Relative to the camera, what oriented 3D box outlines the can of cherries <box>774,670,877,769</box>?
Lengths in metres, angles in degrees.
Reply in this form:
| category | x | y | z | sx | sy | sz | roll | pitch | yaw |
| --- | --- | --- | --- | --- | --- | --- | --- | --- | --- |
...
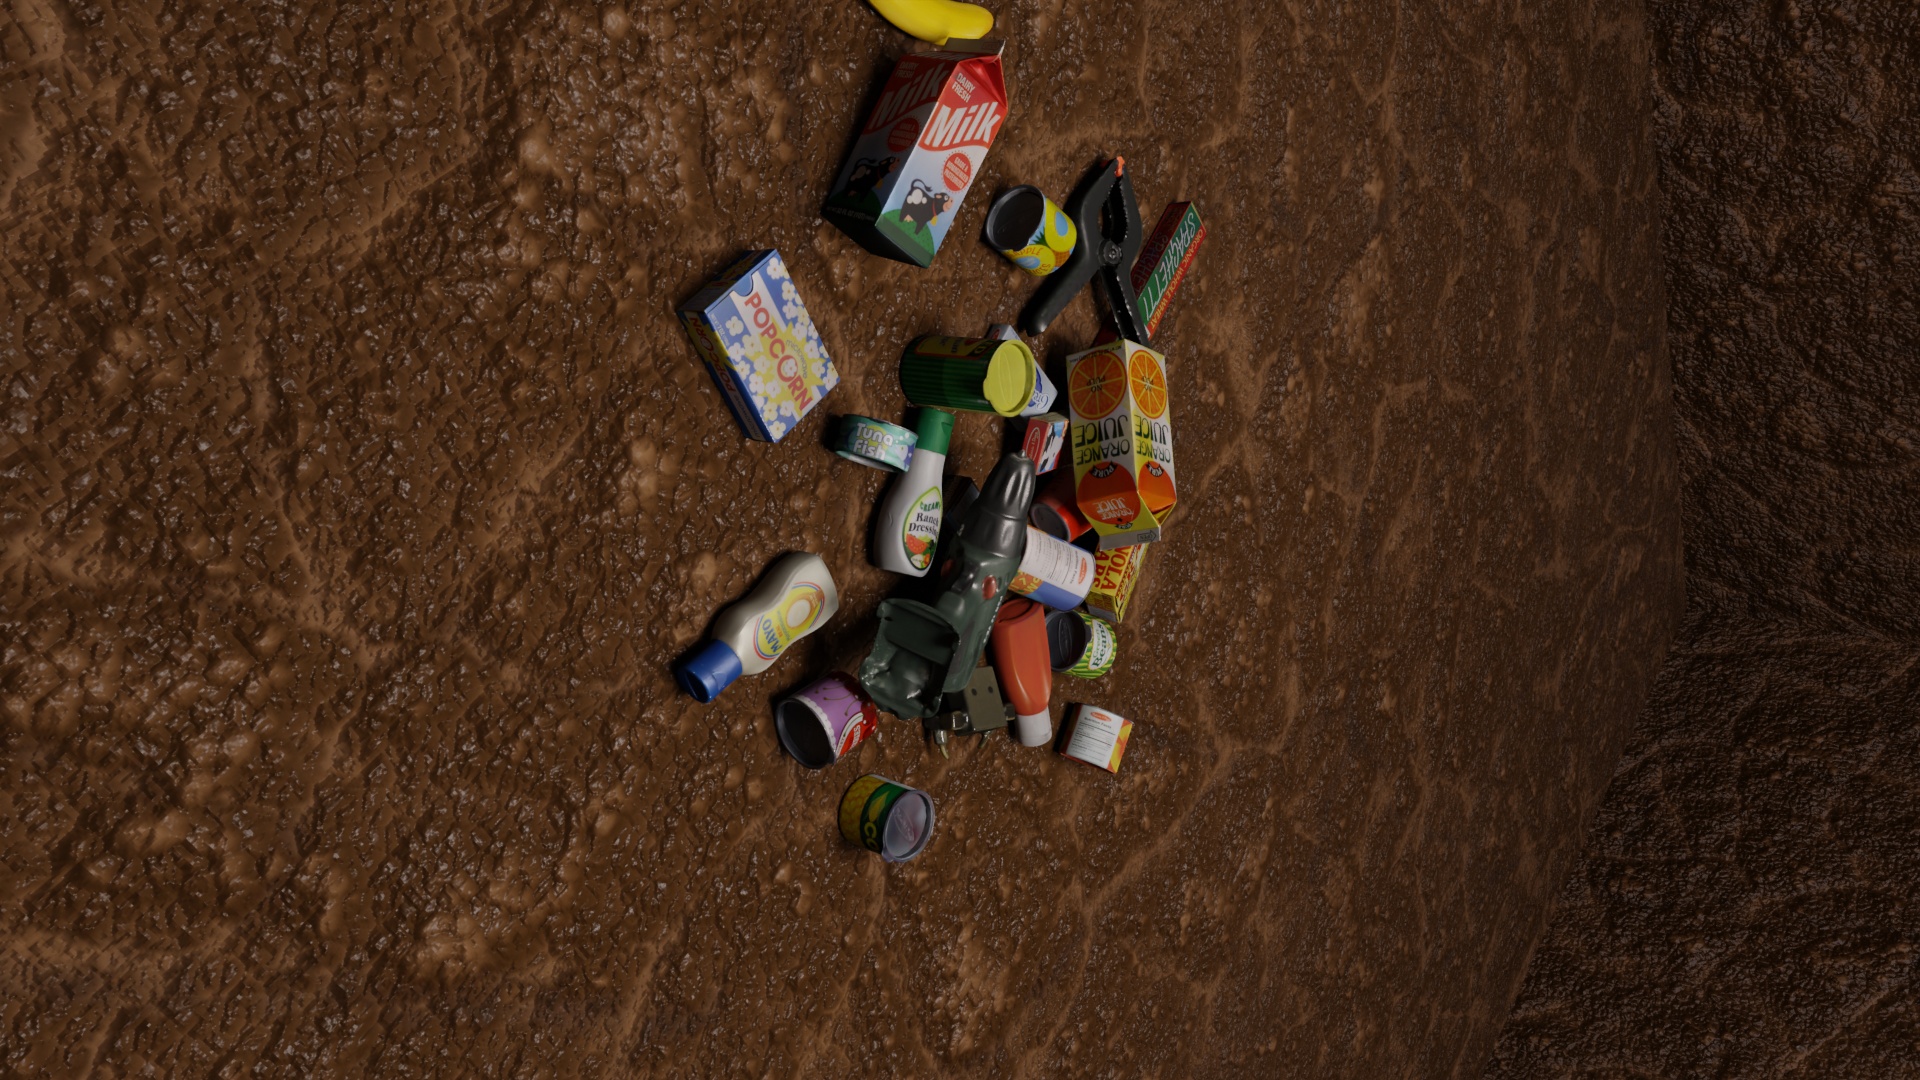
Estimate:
| category | x | y | z | sx | sy | sz | roll | pitch | yaw |
| --- | --- | --- | --- | --- | --- | --- | --- | --- | --- |
| can of cherries | -0.111 | 0.152 | 1.167 | 0.059 | 0.071 | 0.071 | -28 | 119 | -44 |

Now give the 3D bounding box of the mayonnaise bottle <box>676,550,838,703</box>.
| category | x | y | z | sx | sy | sz | roll | pitch | yaw |
| --- | --- | --- | --- | --- | --- | --- | --- | --- | --- |
| mayonnaise bottle | -0.162 | 0.072 | 1.113 | 0.149 | 0.041 | 0.064 | -43 | 130 | -36 |

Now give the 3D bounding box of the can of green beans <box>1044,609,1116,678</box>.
| category | x | y | z | sx | sy | sz | roll | pitch | yaw |
| --- | --- | --- | --- | --- | --- | --- | --- | --- | --- |
| can of green beans | 0.119 | 0.107 | 1.428 | 0.058 | 0.071 | 0.071 | 19 | 83 | -50 |

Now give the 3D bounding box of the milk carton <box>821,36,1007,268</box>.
| category | x | y | z | sx | sy | sz | roll | pitch | yaw |
| --- | --- | --- | --- | --- | --- | --- | --- | --- | --- |
| milk carton | -0.028 | -0.328 | 1.137 | 0.073 | 0.072 | 0.190 | 30 | 84 | -48 |

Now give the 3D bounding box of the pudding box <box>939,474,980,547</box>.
| category | x | y | z | sx | sy | sz | roll | pitch | yaw |
| --- | --- | --- | --- | --- | --- | --- | --- | --- | --- |
| pudding box | 0.005 | -0.016 | 1.297 | 0.050 | 0.030 | 0.083 | -58 | 135 | -25 |

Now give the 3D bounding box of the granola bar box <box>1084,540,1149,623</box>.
| category | x | y | z | sx | sy | sz | roll | pitch | yaw |
| --- | --- | --- | --- | --- | --- | --- | --- | --- | --- |
| granola bar box | 0.176 | -0.006 | 1.453 | 0.124 | 0.039 | 0.166 | 62 | 48 | -72 |

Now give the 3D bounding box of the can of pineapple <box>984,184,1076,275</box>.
| category | x | y | z | sx | sy | sz | roll | pitch | yaw |
| --- | --- | --- | --- | --- | --- | --- | --- | --- | --- |
| can of pineapple | 0.065 | -0.284 | 1.282 | 0.058 | 0.071 | 0.071 | 27 | 77 | -49 |

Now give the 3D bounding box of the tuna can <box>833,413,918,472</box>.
| category | x | y | z | sx | sy | sz | roll | pitch | yaw |
| --- | --- | --- | --- | --- | --- | --- | --- | --- | --- |
| tuna can | -0.071 | -0.081 | 1.164 | 0.071 | 0.071 | 0.033 | 22 | 82 | -49 |

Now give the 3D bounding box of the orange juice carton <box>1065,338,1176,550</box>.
| category | x | y | z | sx | sy | sz | roll | pitch | yaw |
| --- | --- | --- | --- | --- | --- | --- | --- | --- | --- |
| orange juice carton | 0.156 | -0.088 | 1.340 | 0.073 | 0.071 | 0.193 | 11 | 72 | -50 |

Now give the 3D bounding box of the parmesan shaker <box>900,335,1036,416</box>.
| category | x | y | z | sx | sy | sz | roll | pitch | yaw |
| --- | --- | --- | --- | --- | --- | --- | --- | --- | --- |
| parmesan shaker | 0.004 | -0.144 | 1.212 | 0.071 | 0.103 | 0.071 | -14 | 108 | -48 |

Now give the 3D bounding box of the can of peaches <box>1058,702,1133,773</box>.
| category | x | y | z | sx | sy | sz | roll | pitch | yaw |
| --- | --- | --- | --- | --- | --- | --- | --- | --- | --- |
| can of peaches | 0.145 | 0.211 | 1.483 | 0.071 | 0.071 | 0.058 | 33 | 73 | -48 |

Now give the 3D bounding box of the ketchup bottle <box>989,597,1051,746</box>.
| category | x | y | z | sx | sy | sz | roll | pitch | yaw |
| --- | --- | --- | --- | --- | --- | --- | --- | --- | --- |
| ketchup bottle | 0.065 | 0.134 | 1.389 | 0.065 | 0.043 | 0.148 | -34 | 122 | -44 |

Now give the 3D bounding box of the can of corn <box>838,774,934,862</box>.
| category | x | y | z | sx | sy | sz | roll | pitch | yaw |
| --- | --- | --- | --- | --- | --- | --- | --- | --- | --- |
| can of corn | -0.068 | 0.251 | 1.248 | 0.071 | 0.058 | 0.071 | -14 | 109 | -47 |

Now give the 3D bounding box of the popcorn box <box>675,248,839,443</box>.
| category | x | y | z | sx | sy | sz | roll | pitch | yaw |
| --- | --- | --- | --- | --- | --- | --- | --- | --- | --- |
| popcorn box | -0.154 | -0.150 | 1.078 | 0.085 | 0.038 | 0.126 | -49 | 131 | -30 |

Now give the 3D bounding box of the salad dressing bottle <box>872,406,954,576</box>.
| category | x | y | z | sx | sy | sz | roll | pitch | yaw |
| --- | --- | --- | --- | --- | --- | --- | --- | --- | --- |
| salad dressing bottle | -0.038 | -0.043 | 1.231 | 0.064 | 0.044 | 0.147 | 15 | 86 | -53 |

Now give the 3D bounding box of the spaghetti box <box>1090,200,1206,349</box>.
| category | x | y | z | sx | sy | sz | roll | pitch | yaw |
| --- | --- | --- | --- | --- | --- | --- | --- | --- | --- |
| spaghetti box | 0.193 | -0.251 | 1.468 | 0.050 | 0.028 | 0.251 | 49 | 61 | -43 |

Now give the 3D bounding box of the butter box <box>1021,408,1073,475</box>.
| category | x | y | z | sx | sy | sz | roll | pitch | yaw |
| --- | --- | --- | --- | --- | --- | --- | --- | --- | --- |
| butter box | 0.092 | -0.098 | 1.359 | 0.104 | 0.024 | 0.053 | -21 | 128 | -62 |

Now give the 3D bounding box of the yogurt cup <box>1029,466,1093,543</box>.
| category | x | y | z | sx | sy | sz | roll | pitch | yaw |
| --- | --- | --- | --- | --- | --- | --- | --- | --- | --- |
| yogurt cup | 0.106 | -0.032 | 1.388 | 0.054 | 0.072 | 0.072 | -41 | 127 | -27 |

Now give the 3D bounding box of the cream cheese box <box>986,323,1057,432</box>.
| category | x | y | z | sx | sy | sz | roll | pitch | yaw |
| --- | --- | --- | --- | --- | --- | --- | --- | --- | --- |
| cream cheese box | 0.051 | -0.154 | 1.327 | 0.103 | 0.024 | 0.053 | 48 | 63 | -43 |

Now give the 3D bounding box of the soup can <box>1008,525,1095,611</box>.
| category | x | y | z | sx | sy | sz | roll | pitch | yaw |
| --- | --- | --- | --- | --- | --- | --- | --- | --- | --- |
| soup can | 0.076 | 0.026 | 1.349 | 0.084 | 0.071 | 0.071 | 23 | 80 | -29 |
